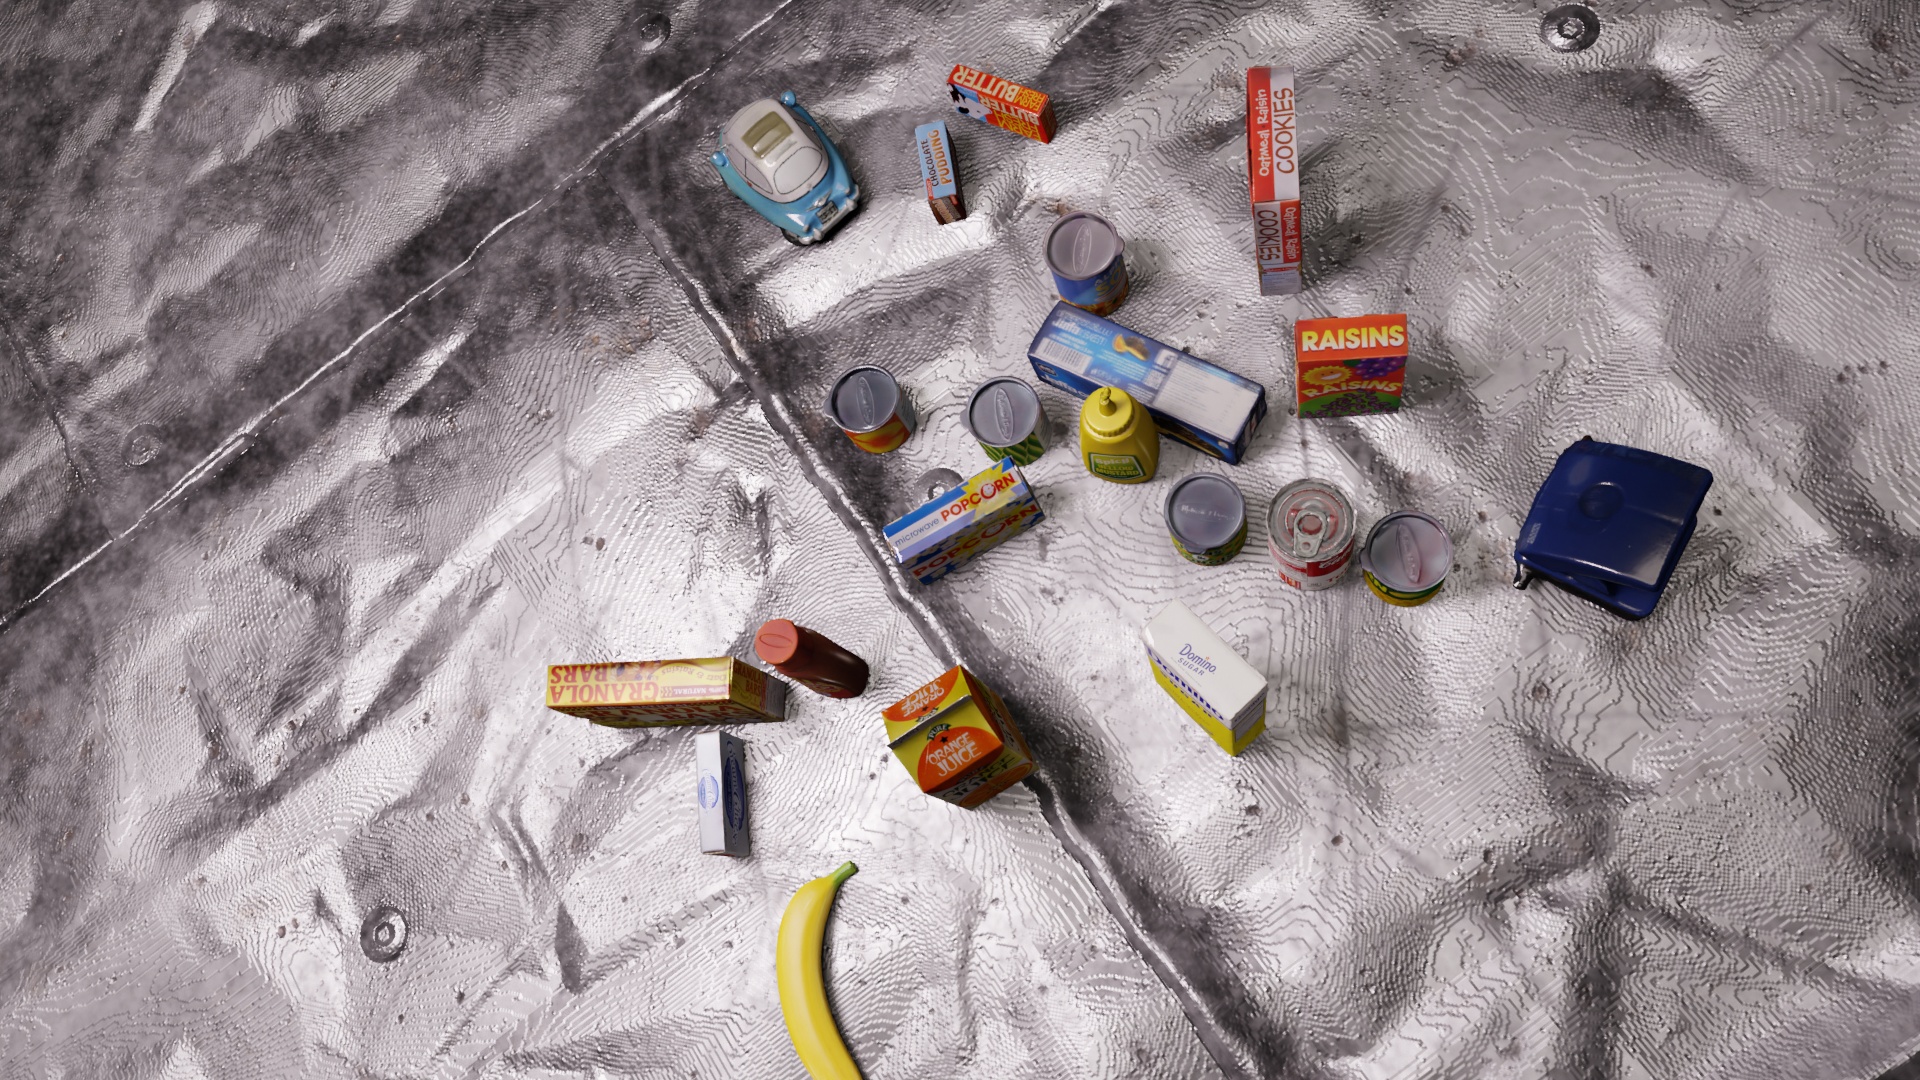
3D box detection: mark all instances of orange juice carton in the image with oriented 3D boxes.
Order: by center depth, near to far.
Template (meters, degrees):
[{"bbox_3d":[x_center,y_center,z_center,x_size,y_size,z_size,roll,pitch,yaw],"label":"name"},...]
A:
[{"bbox_3d":[-0.002,0.154,1.080,0.072,0.192,0.073,-31,69,4],"label":"orange juice carton"}]

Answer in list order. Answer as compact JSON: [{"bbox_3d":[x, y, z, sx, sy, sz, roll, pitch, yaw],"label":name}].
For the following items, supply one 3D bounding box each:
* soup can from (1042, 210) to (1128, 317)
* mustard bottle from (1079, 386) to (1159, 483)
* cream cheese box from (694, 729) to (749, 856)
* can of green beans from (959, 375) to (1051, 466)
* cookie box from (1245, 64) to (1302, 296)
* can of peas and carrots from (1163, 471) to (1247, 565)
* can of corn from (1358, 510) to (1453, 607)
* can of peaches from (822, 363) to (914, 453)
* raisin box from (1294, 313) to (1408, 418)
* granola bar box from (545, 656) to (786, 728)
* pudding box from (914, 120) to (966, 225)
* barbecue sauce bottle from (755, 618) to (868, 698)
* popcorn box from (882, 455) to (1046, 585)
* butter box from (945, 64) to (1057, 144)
[{"bbox_3d":[0.115,-0.242,1.230,0.071,0.083,0.071,-4,73,13],"label":"soup can"},{"bbox_3d":[0.126,-0.090,1.140,0.065,0.160,0.049,4,75,15],"label":"mustard bottle"},{"bbox_3d":[-0.204,0.217,1.186,0.024,0.053,0.104,-10,72,11],"label":"cream cheese box"},{"bbox_3d":[0.043,-0.104,1.219,0.071,0.057,0.071,-4,73,13],"label":"can of green beans"},{"bbox_3d":[0.263,-0.298,1.165,0.040,0.167,0.123,-3,73,13],"label":"cookie box"},{"bbox_3d":[0.204,-0.015,1.152,0.071,0.058,0.071,-4,73,13],"label":"can of peas and carrots"},{"bbox_3d":[0.353,0.016,1.106,0.071,0.058,0.071,-4,73,13],"label":"can of corn"},{"bbox_3d":[-0.082,-0.118,1.255,0.071,0.058,0.071,-4,73,13],"label":"can of peaches"},{"bbox_3d":[0.316,-0.141,1.128,0.086,0.123,0.040,-1,74,14],"label":"raisin box"},{"bbox_3d":[-0.248,0.132,1.185,0.165,0.124,0.039,-4,73,13],"label":"granola bar box"},{"bbox_3d":[-0.019,-0.348,1.313,0.030,0.049,0.084,-12,71,10],"label":"pudding box"},{"bbox_3d":[-0.126,0.097,1.152,0.065,0.148,0.044,10,77,17],"label":"barbecue sauce bottle"},{"bbox_3d":[0.004,-0.015,1.188,0.126,0.085,0.038,-29,69,4],"label":"popcorn box"},{"bbox_3d":[0.040,-0.414,1.316,0.103,0.053,0.024,26,82,20],"label":"butter box"}]
